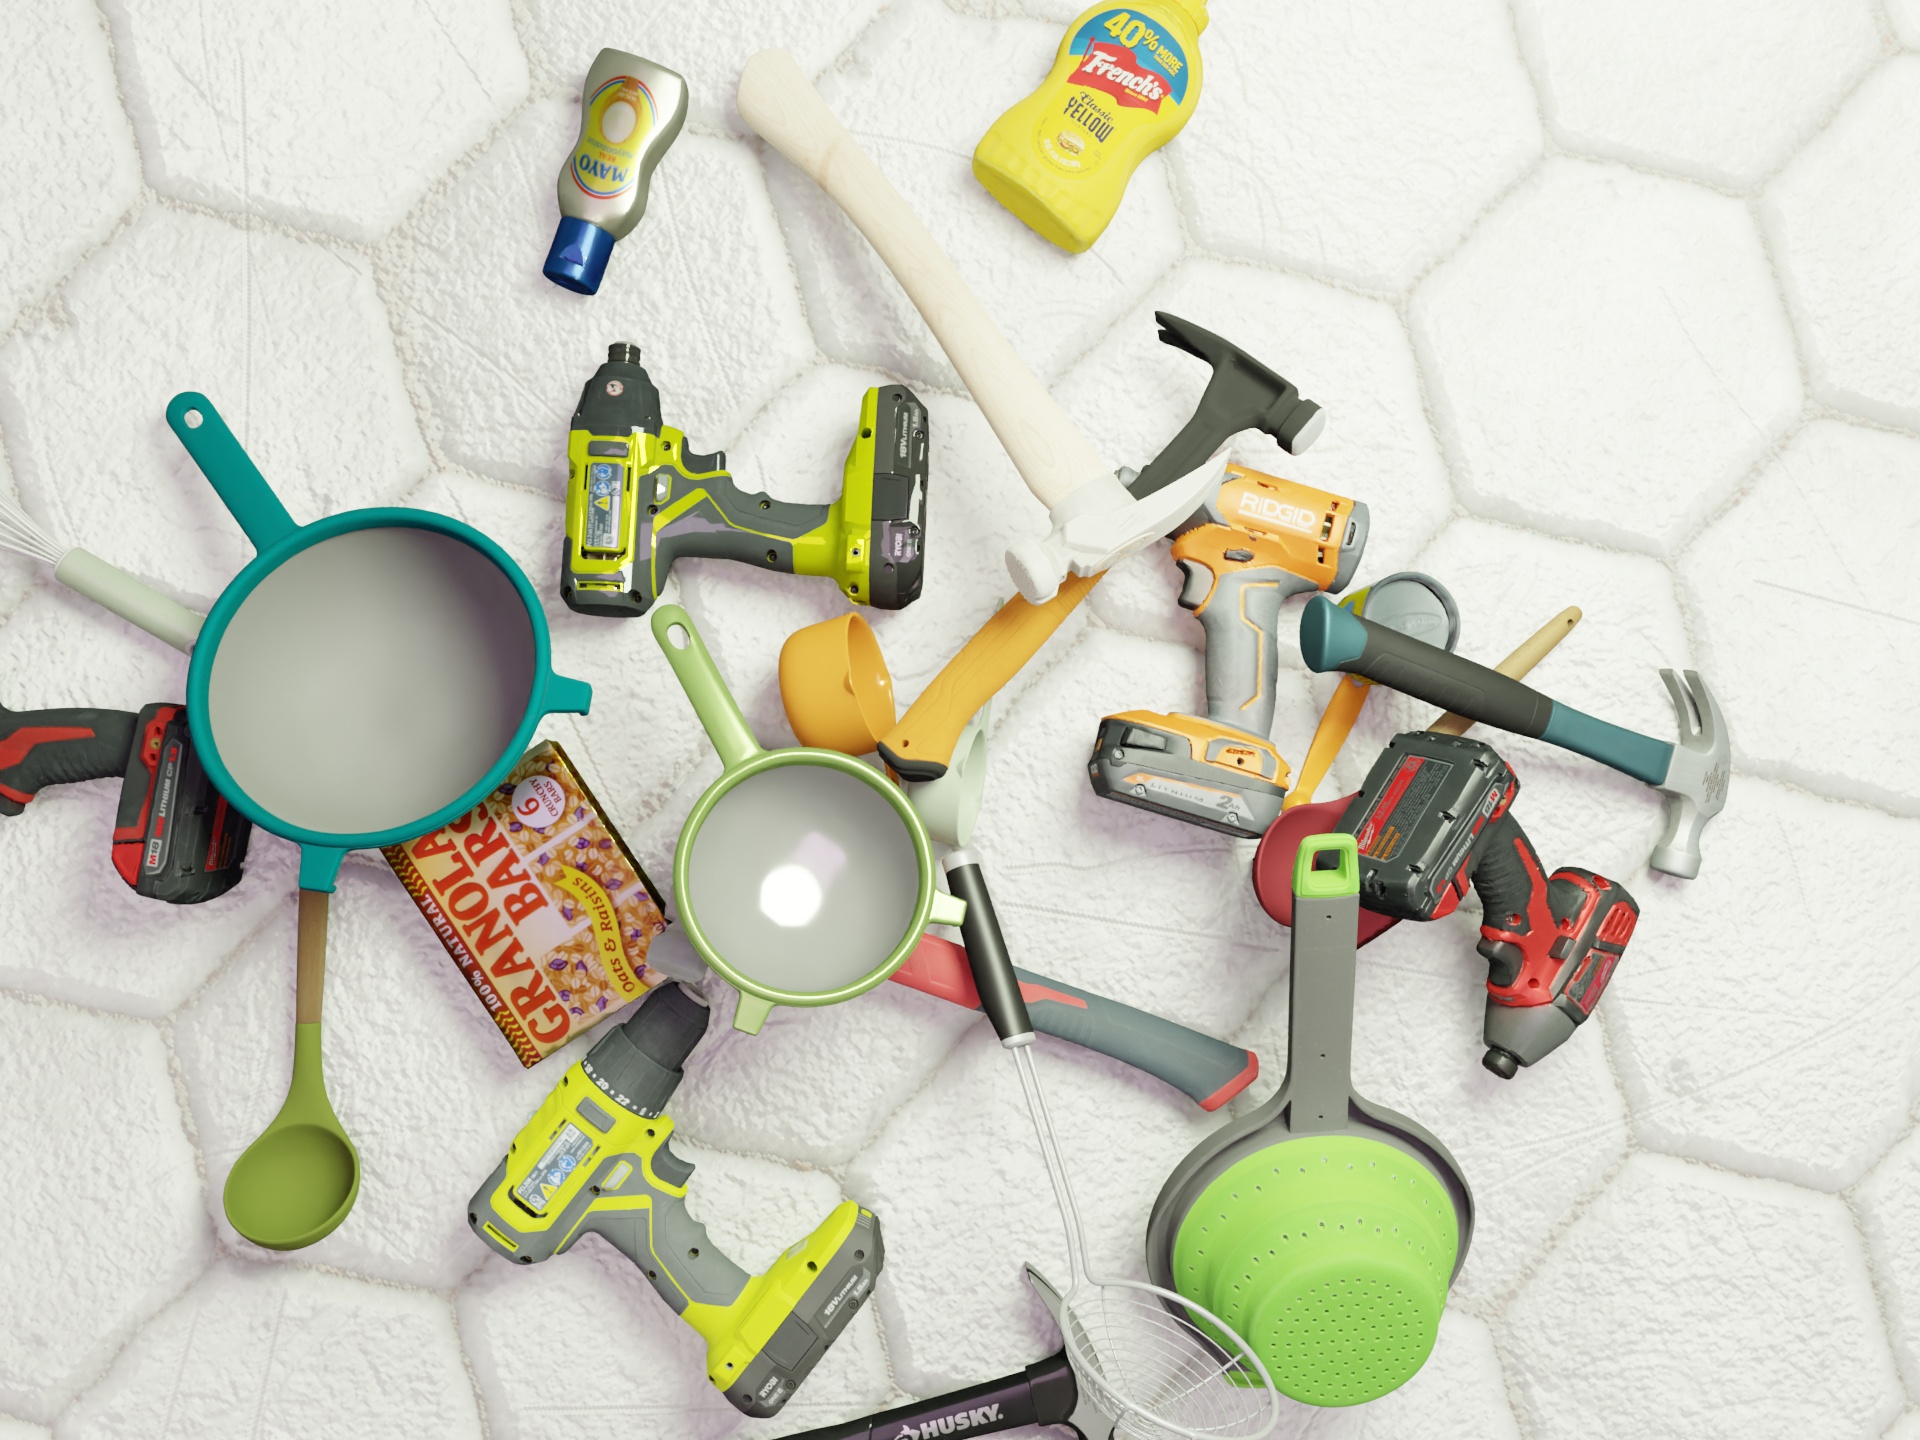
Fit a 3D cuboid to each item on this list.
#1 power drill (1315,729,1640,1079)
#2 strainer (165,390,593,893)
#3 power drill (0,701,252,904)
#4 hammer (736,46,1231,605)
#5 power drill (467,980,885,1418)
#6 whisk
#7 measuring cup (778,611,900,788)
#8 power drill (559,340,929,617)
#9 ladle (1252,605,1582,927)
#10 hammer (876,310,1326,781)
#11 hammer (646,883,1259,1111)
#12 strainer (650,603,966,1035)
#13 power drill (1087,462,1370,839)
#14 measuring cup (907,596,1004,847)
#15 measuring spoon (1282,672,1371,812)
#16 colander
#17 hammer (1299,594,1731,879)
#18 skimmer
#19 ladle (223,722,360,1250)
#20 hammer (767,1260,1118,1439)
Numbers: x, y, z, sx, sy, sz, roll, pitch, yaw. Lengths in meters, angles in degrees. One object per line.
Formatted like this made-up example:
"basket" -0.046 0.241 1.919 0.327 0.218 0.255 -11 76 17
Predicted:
"power drill" 0.322 0.117 0.971 0.219 0.079 0.143 41 77 -29
"strainer" -0.381 -0.062 0.978 0.211 0.095 0.340 -37 74 -10
"power drill" -0.559 0.058 0.965 0.226 0.080 0.188 10 88 0
"hammer" -0.006 -0.265 0.969 0.146 0.038 0.411 -31 73 -11
"power drill" -0.160 0.292 0.979 0.228 0.080 0.190 38 87 1
"whisk" -0.560 -0.102 0.986 0.246 0.059 0.057 31 124 -6
"measuring cup" -0.069 0.022 0.985 0.052 0.095 0.173 -12 91 12
"power drill" -0.132 -0.149 0.994 0.223 0.080 0.171 3 84 0
"ladle" 0.290 0.019 0.999 0.315 0.031 0.069 -38 109 -19
"hammer" 0.067 -0.099 0.966 0.127 0.034 0.337 40 83 21
"hammer" 0.009 0.148 1.002 0.386 0.038 0.143 20 66 -7
"strainer" -0.120 0.050 0.943 0.151 0.069 0.256 -27 80 -18
"power drill" 0.152 -0.053 1.005 0.164 0.084 0.226 17 83 -2
"measuring cup" -0.002 -0.003 1.008 0.038 0.083 0.168 7 71 11
"measuring spoon" 0.242 0.013 1.039 0.021 0.011 0.117 27 86 -2
"colander" 0.214 0.260 0.918 0.204 0.095 0.396 -4 112 -1
"hammer" 0.350 -0.005 0.991 0.330 0.033 0.128 19 87 -20
"skimmer" 0.074 0.233 0.915 0.090 0.127 0.364 -32 66 34
"ladle" -0.404 0.160 0.980 0.078 0.062 0.320 1 86 -6
"hammer" -0.070 0.450 0.999 0.334 0.035 0.146 -14 90 -3
